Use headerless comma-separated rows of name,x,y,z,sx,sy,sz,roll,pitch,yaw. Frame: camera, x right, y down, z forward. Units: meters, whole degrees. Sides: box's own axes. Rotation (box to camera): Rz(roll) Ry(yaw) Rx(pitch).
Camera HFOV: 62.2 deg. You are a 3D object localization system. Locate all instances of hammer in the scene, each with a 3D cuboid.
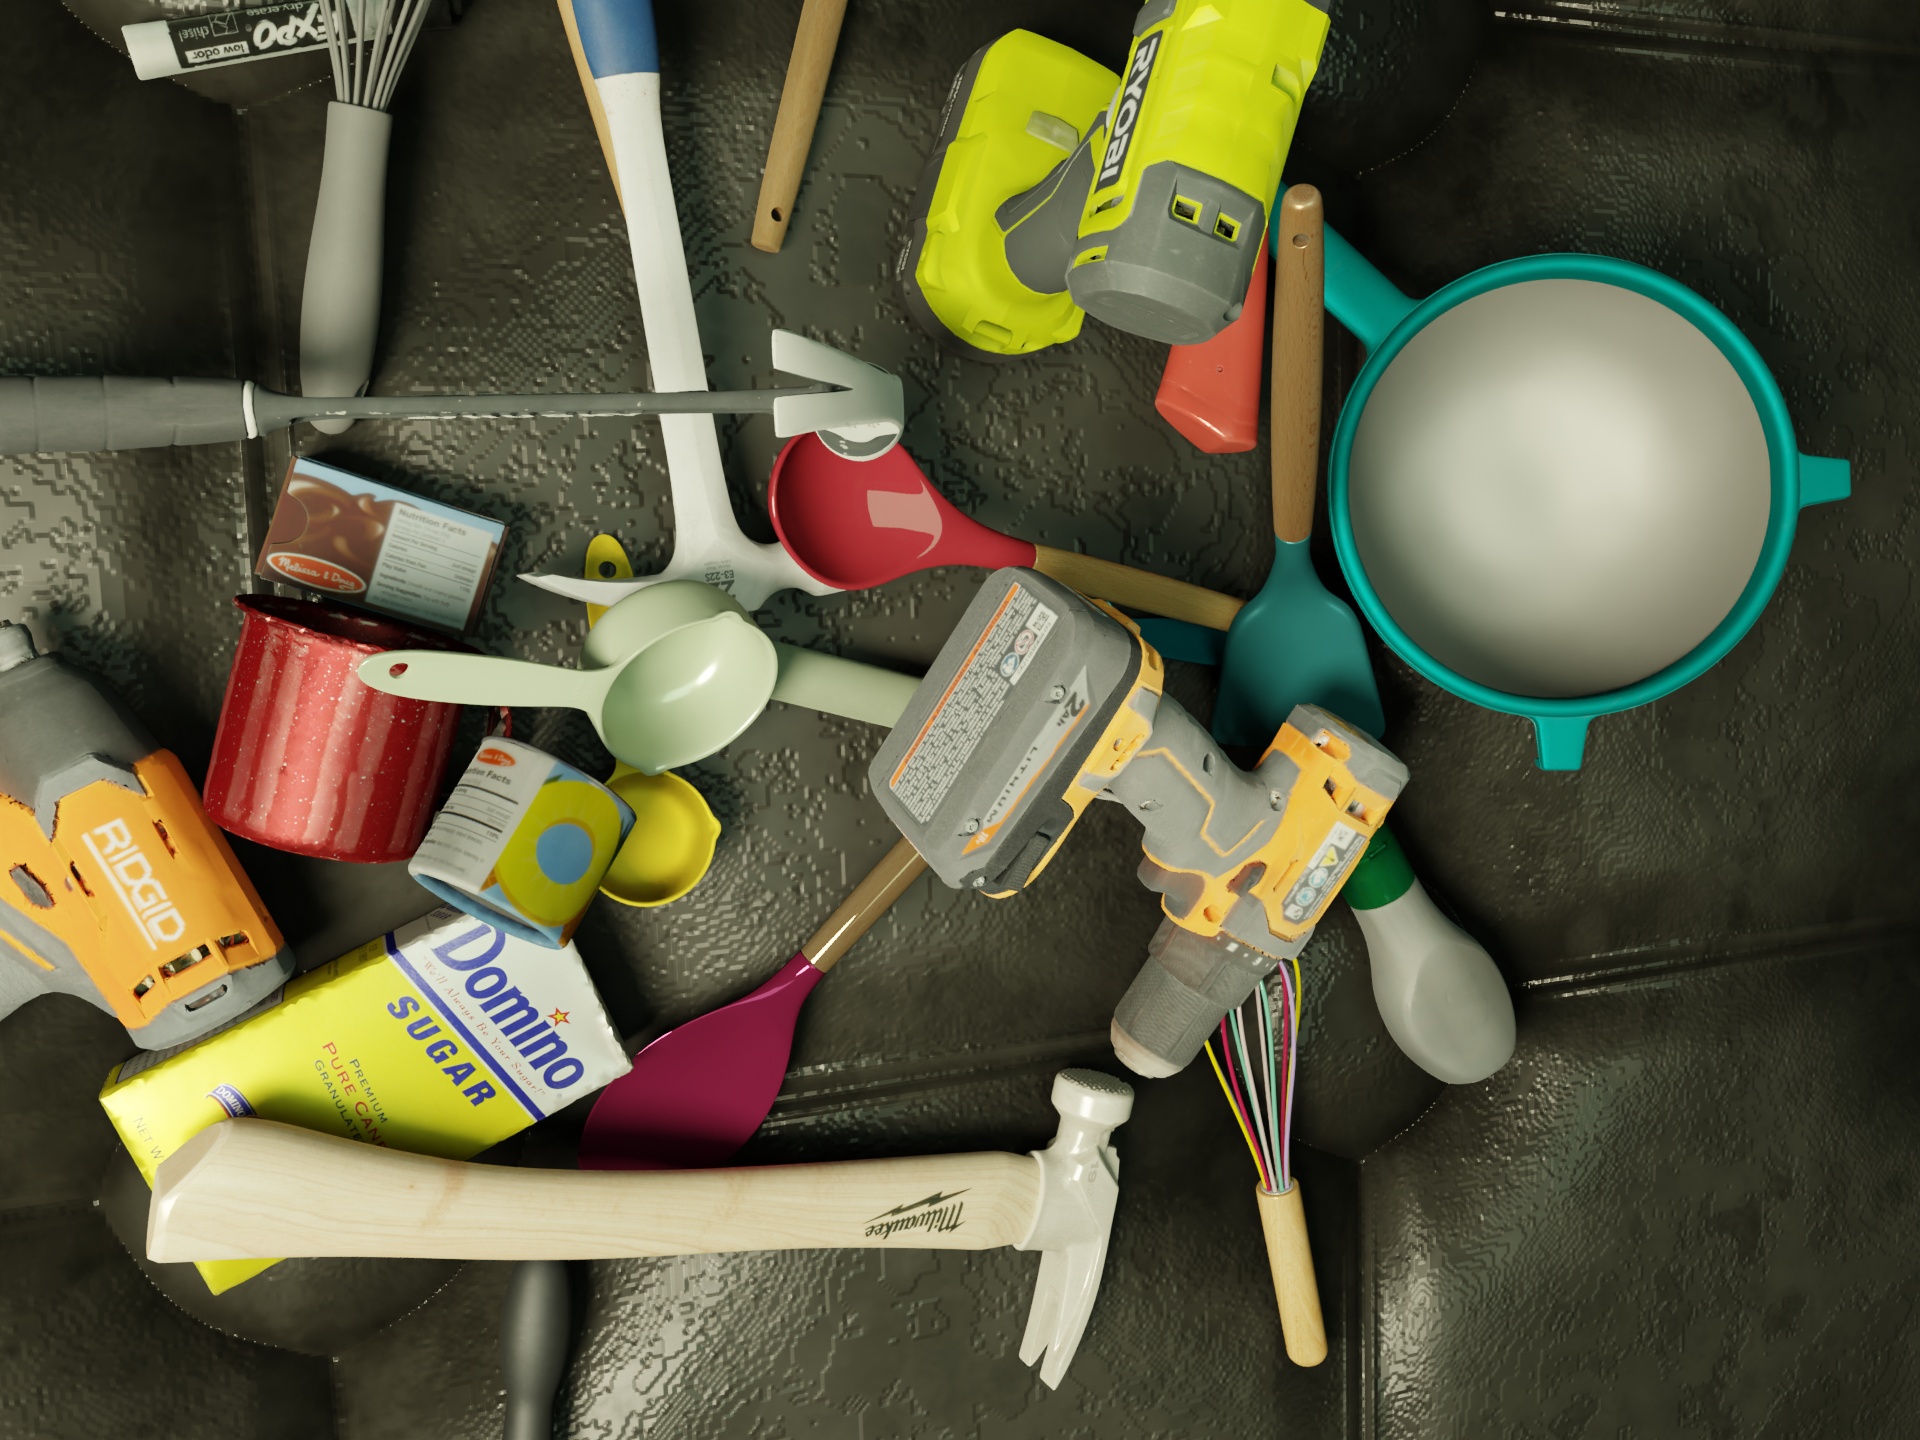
hammer,-0.110,0.212,0.659,0.410,0.038,0.146,10,94,-30
hammer,-0.133,-0.238,0.617,0.144,0.035,0.405,-15,104,-28
hammer,0.130,-0.300,0.703,0.149,0.037,0.359,1,90,-6
hammer,-0.224,-0.104,0.537,0.409,0.149,0.036,-1,97,0

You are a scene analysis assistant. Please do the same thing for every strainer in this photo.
strainer,0.229,-0.151,0.764,0.340,0.095,0.211,44,92,3

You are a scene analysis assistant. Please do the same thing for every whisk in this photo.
whisk,-0.188,0.361,0.670,0.070,0.070,0.284,5,88,-21
whisk,0.158,0.211,0.789,0.047,0.051,0.245,-18,104,-24
whisk,-0.221,-0.224,0.588,0.055,0.055,0.239,6,105,-21
whisk,-0.001,-0.002,0.710,0.246,0.059,0.058,14,54,-17

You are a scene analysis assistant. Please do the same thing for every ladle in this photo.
ladle,-0.038,-0.353,0.654,0.078,0.062,0.320,13,93,-24
ladle,0.052,-0.067,0.708,0.315,0.031,0.069,12,90,-31

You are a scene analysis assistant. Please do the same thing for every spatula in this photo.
spatula,0.138,-0.085,0.649,0.082,0.317,0.044,-1,60,11

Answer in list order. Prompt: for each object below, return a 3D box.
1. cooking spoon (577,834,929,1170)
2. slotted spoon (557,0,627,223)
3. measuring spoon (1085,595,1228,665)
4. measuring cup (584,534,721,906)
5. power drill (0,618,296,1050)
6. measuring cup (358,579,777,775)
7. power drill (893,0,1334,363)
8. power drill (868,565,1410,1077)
cooking spoon,-0.046,0.085,0.687,0.319,0.017,0.068,-47,116,1
slotted spoon,-0.166,-0.334,0.623,0.070,0.031,0.313,-20,104,-21
measuring spoon,0.088,-0.038,0.755,0.128,0.021,0.042,5,84,-30
measuring cup,-0.141,0.001,0.671,0.062,0.029,0.156,-8,86,-20
power drill,-0.379,0.076,0.556,0.226,0.084,0.164,-29,104,-20
measuring cup,-0.147,-0.023,0.599,0.167,0.038,0.083,4,127,-42
power drill,0.057,-0.224,0.611,0.080,0.223,0.171,17,89,-22
power drill,0.071,0.054,0.672,0.226,0.084,0.185,25,102,-37
